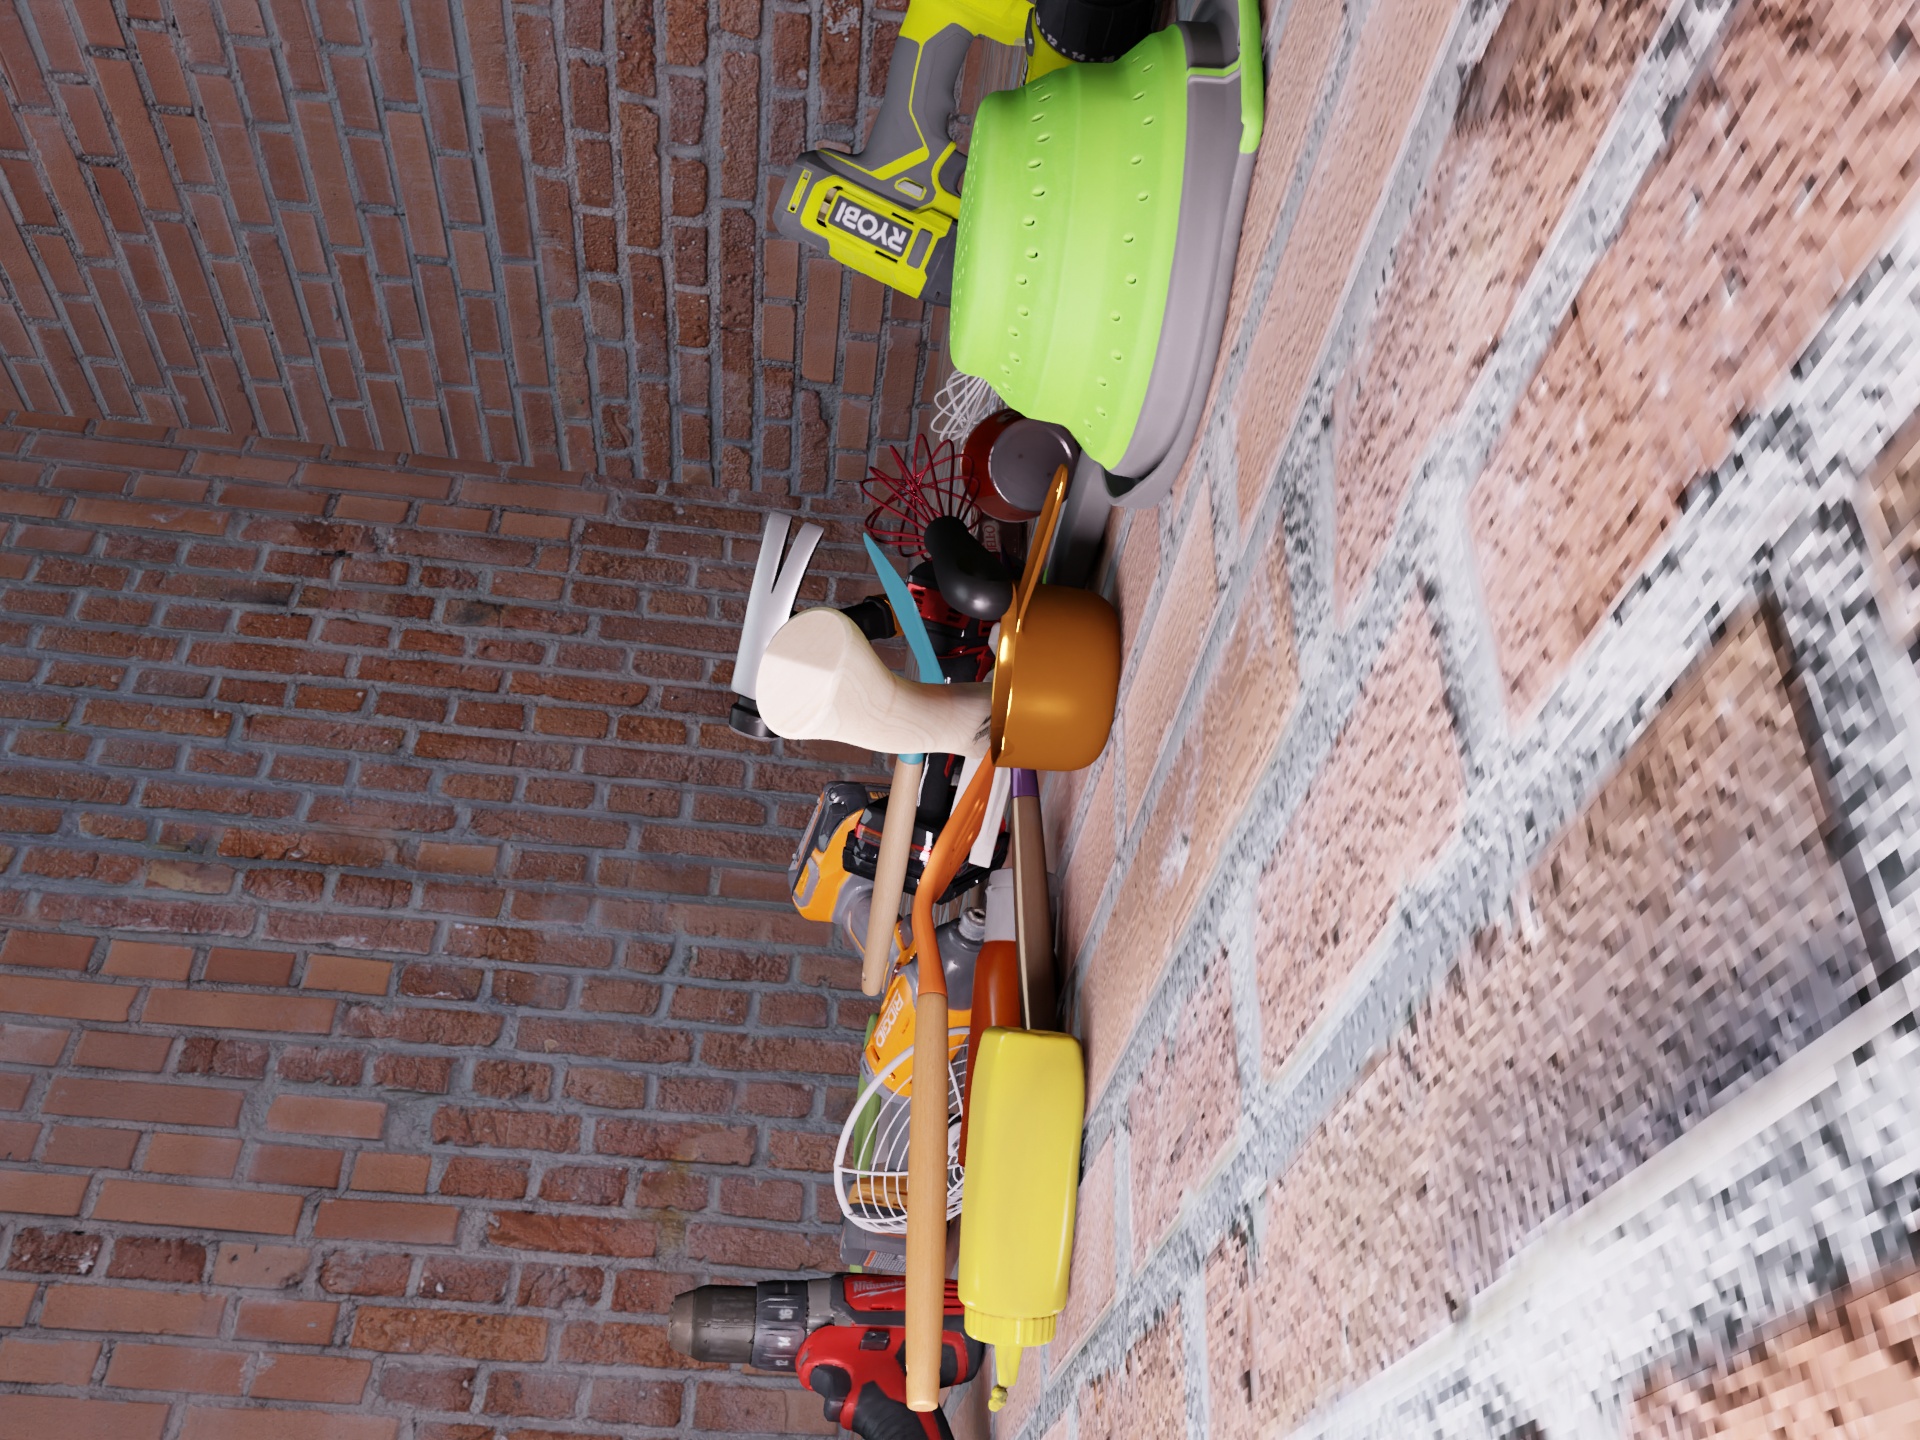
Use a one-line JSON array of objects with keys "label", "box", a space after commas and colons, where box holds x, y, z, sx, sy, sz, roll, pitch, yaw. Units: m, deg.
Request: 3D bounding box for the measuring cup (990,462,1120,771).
[{"label": "measuring cup", "box": [0.050, -0.045, 0.706, 0.173, 0.052, 0.095, 104, 171, -51]}]

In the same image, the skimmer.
[{"label": "skimmer", "box": [-0.021, 0.252, 1.007, 0.127, 0.090, 0.363, -53, -4, -10]}]

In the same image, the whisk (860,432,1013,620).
[{"label": "whisk", "box": [-0.009, -0.099, 0.822, 0.296, 0.073, 0.073, -113, 29, -70]}]

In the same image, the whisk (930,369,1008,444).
[{"label": "whisk", "box": [0.021, -0.211, 0.958, 0.059, 0.058, 0.246, 63, 170, 2]}]

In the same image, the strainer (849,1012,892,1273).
[{"label": "strainer", "box": [-0.066, 0.413, 1.527, 0.151, 0.069, 0.256, 126, 149, -77]}]

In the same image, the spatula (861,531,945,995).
[{"label": "spatula", "box": [-0.044, 0.043, 0.950, 0.082, 0.044, 0.317, -126, 38, -49]}]

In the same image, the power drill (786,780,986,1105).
[{"label": "power drill", "box": [-0.046, 0.145, 1.173, 0.164, 0.084, 0.227, -64, 36, 30]}]

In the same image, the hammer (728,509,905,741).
[{"label": "hammer", "box": [-0.040, -0.077, 1.022, 0.337, 0.034, 0.127, -22, -51, -64]}]

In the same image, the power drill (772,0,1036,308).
[{"label": "power drill", "box": [-0.002, -0.389, 1.038, 0.080, 0.171, 0.223, -99, 34, -75]}]

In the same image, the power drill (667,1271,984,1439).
[{"label": "power drill", "box": [-0.072, 0.391, 0.876, 0.227, 0.188, 0.080, -106, 22, -68]}]

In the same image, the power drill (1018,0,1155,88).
[{"label": "power drill", "box": [0.066, -0.420, 0.843, 0.190, 0.080, 0.229, 106, 166, -69]}]

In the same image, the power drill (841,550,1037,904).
[{"label": "power drill", "box": [-0.002, -0.003, 1.039, 0.143, 0.078, 0.219, -21, -55, -64]}]

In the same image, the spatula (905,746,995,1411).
[{"label": "spatula", "box": [-0.004, 0.153, 0.746, 0.081, 0.041, 0.323, 100, 173, -51]}]

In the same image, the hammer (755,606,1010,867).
[{"label": "hammer", "box": [-0.020, 0.007, 0.778, 0.410, 0.038, 0.146, 10, -85, -77]}]

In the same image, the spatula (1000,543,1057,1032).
[{"label": "spatula", "box": [0.034, 0.064, 0.783, 0.059, 0.018, 0.316, 55, -150, -68]}]

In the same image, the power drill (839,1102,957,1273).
[{"label": "power drill", "box": [-0.041, 0.320, 1.272, 0.185, 0.084, 0.226, 105, 174, -64]}]

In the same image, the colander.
[{"label": "colander", "box": [0.037, -0.153, 0.718, 0.396, 0.094, 0.205, 103, 171, -60]}]
